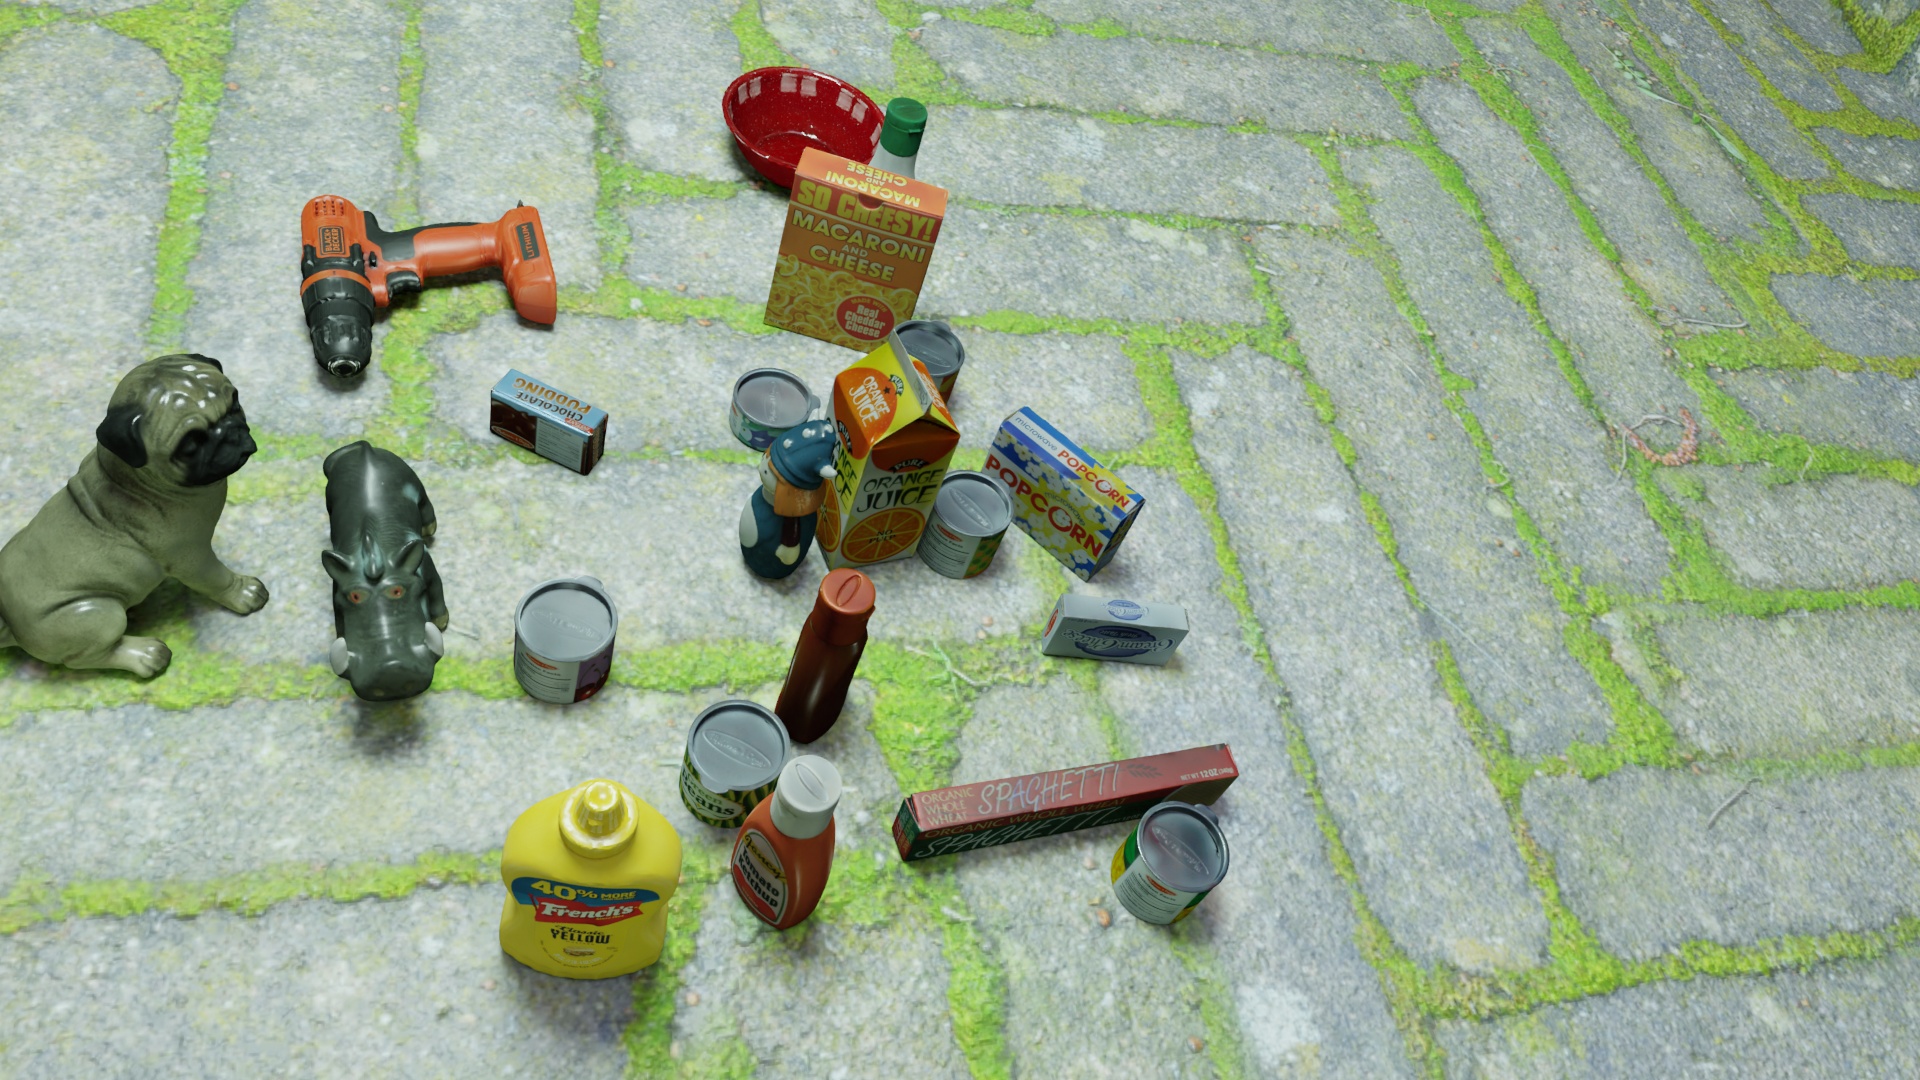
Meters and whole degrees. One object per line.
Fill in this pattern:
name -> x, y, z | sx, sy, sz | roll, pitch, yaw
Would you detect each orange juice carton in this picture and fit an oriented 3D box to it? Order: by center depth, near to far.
orange juice carton -> -0.057, -0.065, 1.024 | 0.073, 0.191, 0.072 | -10, 57, -25

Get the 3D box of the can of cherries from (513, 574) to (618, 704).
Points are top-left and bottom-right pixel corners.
can of cherries -> -0.265, 0.067, 0.937 | 0.071, 0.058, 0.072 | 9, 51, -12

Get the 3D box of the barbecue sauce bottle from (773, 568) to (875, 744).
barbecue sauce bottle -> -0.089, 0.075, 0.931 | 0.044, 0.147, 0.065 | 29, 50, 5

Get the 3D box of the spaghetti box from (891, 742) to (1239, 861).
spaghetti box -> 0.076, 0.181, 0.968 | 0.251, 0.050, 0.029 | -5, 55, -22

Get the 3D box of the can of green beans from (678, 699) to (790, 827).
can of green beans -> -0.149, 0.147, 0.913 | 0.071, 0.057, 0.071 | 9, 51, -12

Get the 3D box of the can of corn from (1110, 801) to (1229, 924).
can of corn -> 0.144, 0.221, 0.955 | 0.071, 0.058, 0.071 | 9, 51, -12

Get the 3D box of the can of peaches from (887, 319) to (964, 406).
can of peaches -> -0.034, -0.146, 1.184 | 0.071, 0.057, 0.071 | 9, 51, -12

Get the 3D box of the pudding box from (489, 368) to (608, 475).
pudding box -> -0.312, -0.090, 1.051 | 0.084, 0.049, 0.030 | 24, 49, 1

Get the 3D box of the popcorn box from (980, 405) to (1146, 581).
popcorn box -> 0.077, -0.038, 1.119 | 0.127, 0.084, 0.038 | 40, 51, 14

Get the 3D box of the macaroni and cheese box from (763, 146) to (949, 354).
macaroni and cheese box -> -0.090, -0.235, 1.165 | 0.124, 0.165, 0.040 | 15, 50, -7

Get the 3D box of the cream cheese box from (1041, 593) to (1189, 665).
cream cheese box -> 0.118, 0.069, 1.069 | 0.104, 0.053, 0.024 | 7, 51, -14

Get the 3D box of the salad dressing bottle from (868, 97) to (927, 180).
salad dressing bottle -> -0.063, -0.332, 1.263 | 0.064, 0.146, 0.044 | -13, 59, -27

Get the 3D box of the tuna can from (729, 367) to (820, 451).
tuna can -> -0.151, -0.106, 1.129 | 0.071, 0.032, 0.071 | 9, 51, -12

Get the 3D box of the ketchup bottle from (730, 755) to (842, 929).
ketchup bottle -> -0.103, 0.180, 0.843 | 0.044, 0.148, 0.065 | -29, 67, -34

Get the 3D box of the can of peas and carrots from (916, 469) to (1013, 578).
can of peas and carrots -> 0.004, -0.014, 1.092 | 0.071, 0.058, 0.071 | 9, 51, -12
